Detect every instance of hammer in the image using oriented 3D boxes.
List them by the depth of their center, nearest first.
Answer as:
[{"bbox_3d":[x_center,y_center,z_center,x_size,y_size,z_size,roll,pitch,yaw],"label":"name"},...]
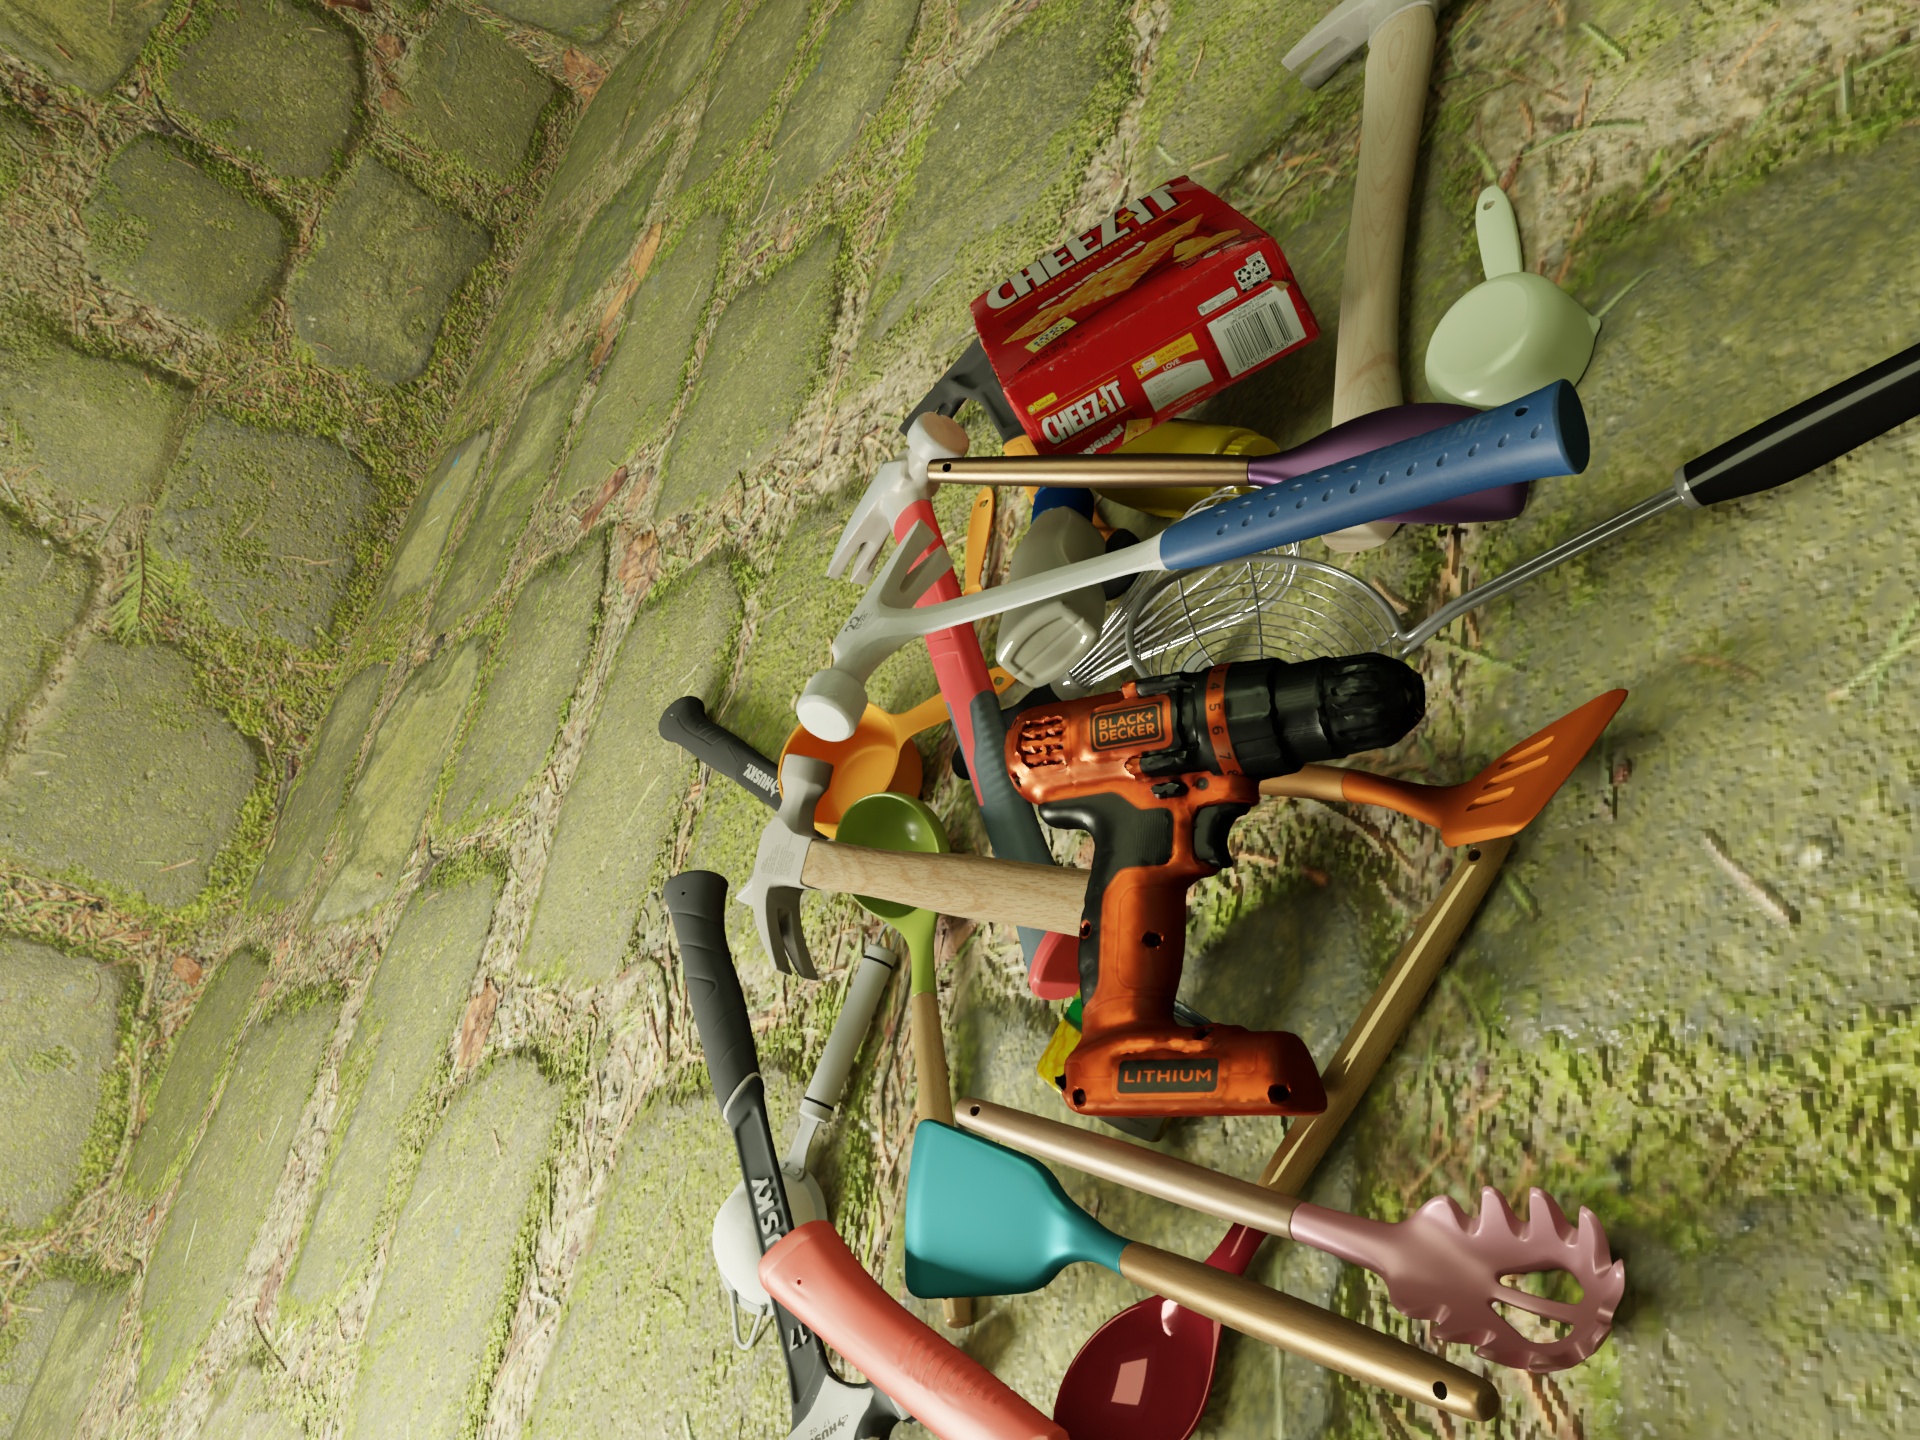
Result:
[{"bbox_3d":[0.019,0.303,0.649,0.359,0.036,0.149,12,91,53],"label":"hammer"},{"bbox_3d":[0.092,-0.084,0.761,0.405,0.035,0.144,-14,38,39],"label":"hammer"},{"bbox_3d":[-0.016,0.088,0.849,0.331,0.031,0.130,1,75,52],"label":"hammer"},{"bbox_3d":[0.226,-0.269,0.888,0.146,0.038,0.411,-22,48,49],"label":"hammer"},{"bbox_3d":[-0.123,0.234,0.905,0.149,0.036,0.409,-36,42,9],"label":"hammer"},{"bbox_3d":[-0.001,-0.003,0.932,0.143,0.038,0.387,-53,41,38],"label":"hammer"},{"bbox_3d":[0.044,-0.170,1.072,0.127,0.034,0.337,-45,34,16],"label":"hammer"},{"bbox_3d":[-0.169,0.038,1.217,0.146,0.035,0.335,-62,30,-3],"label":"hammer"}]

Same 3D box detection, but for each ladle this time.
[{"bbox_3d":[0.137,0.178,0.654,0.315,0.031,0.069,-58,33,1],"label":"ladle"},{"bbox_3d":[-0.027,0.172,0.875,0.078,0.062,0.321,-40,39,30],"label":"ladle"}]

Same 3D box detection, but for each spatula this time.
[{"bbox_3d":[0.076,0.223,0.630,0.317,0.044,0.082,-6,78,58],"label":"spatula"},{"bbox_3d":[0.160,0.021,0.736,0.081,0.041,0.323,-45,23,-22],"label":"spatula"},{"bbox_3d":[0.123,-0.129,0.804,0.316,0.018,0.060,4,82,28],"label":"spatula"}]

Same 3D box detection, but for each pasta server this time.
[{"bbox_3d":[0.108,0.187,0.629,0.316,0.040,0.060,5,57,45],"label":"pasta server"}]

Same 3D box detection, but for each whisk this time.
[{"bbox_3d":[0.084,-0.040,0.893,0.284,0.070,0.070,-39,36,39],"label":"whisk"}]

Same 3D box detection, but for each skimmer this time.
[{"bbox_3d":[0.233,-0.089,0.668,0.363,0.090,0.127,-30,25,38],"label":"skimmer"}]

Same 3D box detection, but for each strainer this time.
[{"bbox_3d":[-0.090,0.235,0.932,0.087,0.050,0.258,7,67,41],"label":"strainer"}]

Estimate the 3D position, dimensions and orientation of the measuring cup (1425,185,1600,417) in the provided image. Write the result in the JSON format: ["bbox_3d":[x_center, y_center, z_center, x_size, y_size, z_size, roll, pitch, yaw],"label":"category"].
[{"bbox_3d":[0.262,-0.216,0.785,0.083,0.038,0.168,-30,44,41],"label":"measuring cup"}]

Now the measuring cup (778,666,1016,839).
[{"bbox_3d":[-0.031,0.017,1.023,0.173,0.052,0.095,-27,57,10],"label":"measuring cup"}]

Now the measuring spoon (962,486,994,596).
[{"bbox_3d":[0.015,-0.120,1.104,0.021,0.011,0.117,-24,42,33],"label":"measuring spoon"}]
